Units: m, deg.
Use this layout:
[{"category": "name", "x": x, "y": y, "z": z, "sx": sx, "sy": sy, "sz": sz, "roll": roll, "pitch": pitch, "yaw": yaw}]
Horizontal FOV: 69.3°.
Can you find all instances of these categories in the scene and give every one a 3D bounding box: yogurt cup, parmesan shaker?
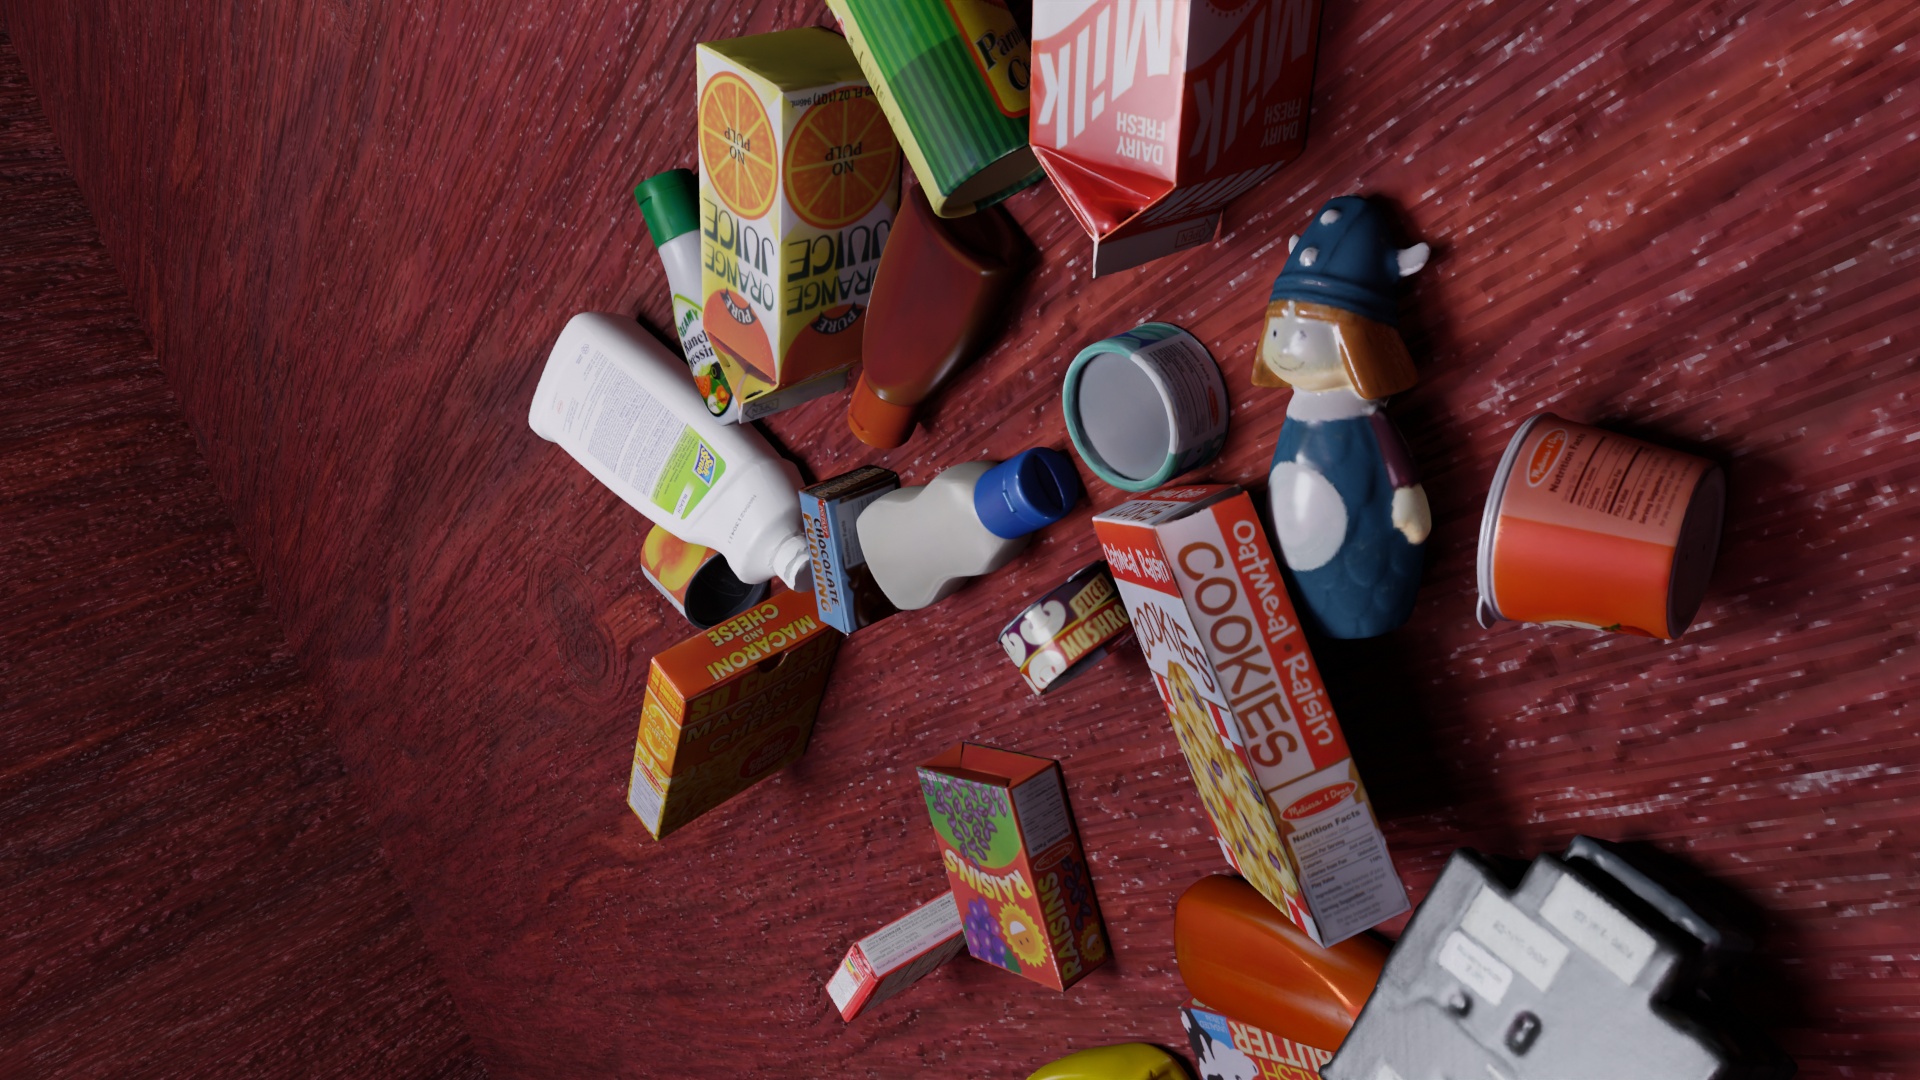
[{"category": "yogurt cup", "x": 0.198, "y": -0.002, "z": 0.427, "sx": 0.054, "sy": 0.073, "sz": 0.072, "roll": 15, "pitch": 122, "yaw": 39}, {"category": "parmesan shaker", "x": -0.003, "y": -0.195, "z": 0.579, "sx": 0.071, "sy": 0.071, "sz": 0.103, "roll": -31, "pitch": 85, "yaw": 55}]

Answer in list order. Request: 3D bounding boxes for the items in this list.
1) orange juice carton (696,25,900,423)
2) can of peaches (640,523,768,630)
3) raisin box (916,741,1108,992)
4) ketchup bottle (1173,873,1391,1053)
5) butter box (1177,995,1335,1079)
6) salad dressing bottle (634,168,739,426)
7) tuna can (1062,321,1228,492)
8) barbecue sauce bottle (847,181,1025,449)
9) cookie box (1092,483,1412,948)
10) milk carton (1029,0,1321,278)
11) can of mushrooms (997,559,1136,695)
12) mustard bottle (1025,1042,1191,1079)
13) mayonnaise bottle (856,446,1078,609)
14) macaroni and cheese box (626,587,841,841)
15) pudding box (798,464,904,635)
[{"category": "orange juice carton", "x": -0.082, "y": -0.150, "z": 0.702, "sx": 0.073, "sy": 0.072, "sz": 0.191, "roll": 37, "pitch": 136, "yaw": 36}, {"category": "can of peaches", "x": -0.168, "y": 0.015, "z": 0.922, "sx": 0.058, "sy": 0.071, "sz": 0.070, "roll": 37, "pitch": 136, "yaw": 35}, {"category": "raisin box", "x": 0.029, "y": 0.181, "z": 0.780, "sx": 0.086, "sy": 0.040, "sz": 0.123, "roll": -1, "pitch": 108, "yaw": 52}, {"category": "ketchup bottle", "x": 0.162, "y": 0.195, "z": 0.607, "sx": 0.149, "sy": 0.044, "sz": 0.064, "roll": 6, "pitch": 113, "yaw": 51}, {"category": "butter box", "x": 0.154, "y": 0.249, "z": 0.667, "sx": 0.103, "sy": 0.024, "sz": 0.053, "roll": -12, "pitch": 101, "yaw": 55}, {"category": "salad dressing bottle", "x": -0.148, "y": -0.143, "z": 0.818, "sx": 0.064, "sy": 0.044, "sz": 0.147, "roll": -16, "pitch": 97, "yaw": 54}, {"category": "tuna can", "x": 0.075, "y": -0.055, "z": 0.584, "sx": 0.071, "sy": 0.033, "sz": 0.070, "roll": 29, "pitch": 131, "yaw": 40}, {"category": "barbecue sauce bottle", "x": -0.020, "y": -0.102, "z": 0.673, "sx": 0.065, "sy": 0.044, "sz": 0.147, "roll": 53, "pitch": 144, "yaw": 18}, {"category": "cookie box", "x": 0.110, "y": 0.061, "z": 0.554, "sx": 0.123, "sy": 0.040, "sz": 0.167, "roll": -163, "pitch": 50, "yaw": -85}, {"category": "milk carton", "x": 0.074, "y": -0.187, "z": 0.473, "sx": 0.073, "sy": 0.072, "sz": 0.189, "roll": 30, "pitch": 131, "yaw": 41}, {"category": "can of mushrooms", "x": 0.054, "y": 0.039, "z": 0.638, "sx": 0.033, "sy": 0.071, "sz": 0.070, "roll": 55, "pitch": 144, "yaw": 14}, {"category": "mustard bottle", "x": 0.074, "y": 0.326, "z": 0.797, "sx": 0.159, "sy": 0.049, "sz": 0.065, "roll": -35, "pitch": 80, "yaw": 55}, {"category": "mayonnaise bottle", "x": 0.003, "y": -0.009, "z": 0.702, "sx": 0.147, "sy": 0.041, "sz": 0.064, "roll": -25, "pitch": 91, "yaw": 54}, {"category": "macaroni and cheese box", "x": -0.145, "y": 0.111, "z": 0.894, "sx": 0.040, "sy": 0.124, "sz": 0.165, "roll": 46, "pitch": 141, "yaw": 21}, {"category": "pudding box", "x": -0.058, "y": 0.005, "z": 0.781, "sx": 0.030, "sy": 0.050, "sz": 0.083, "roll": 20, "pitch": 125, "yaw": 48}]
